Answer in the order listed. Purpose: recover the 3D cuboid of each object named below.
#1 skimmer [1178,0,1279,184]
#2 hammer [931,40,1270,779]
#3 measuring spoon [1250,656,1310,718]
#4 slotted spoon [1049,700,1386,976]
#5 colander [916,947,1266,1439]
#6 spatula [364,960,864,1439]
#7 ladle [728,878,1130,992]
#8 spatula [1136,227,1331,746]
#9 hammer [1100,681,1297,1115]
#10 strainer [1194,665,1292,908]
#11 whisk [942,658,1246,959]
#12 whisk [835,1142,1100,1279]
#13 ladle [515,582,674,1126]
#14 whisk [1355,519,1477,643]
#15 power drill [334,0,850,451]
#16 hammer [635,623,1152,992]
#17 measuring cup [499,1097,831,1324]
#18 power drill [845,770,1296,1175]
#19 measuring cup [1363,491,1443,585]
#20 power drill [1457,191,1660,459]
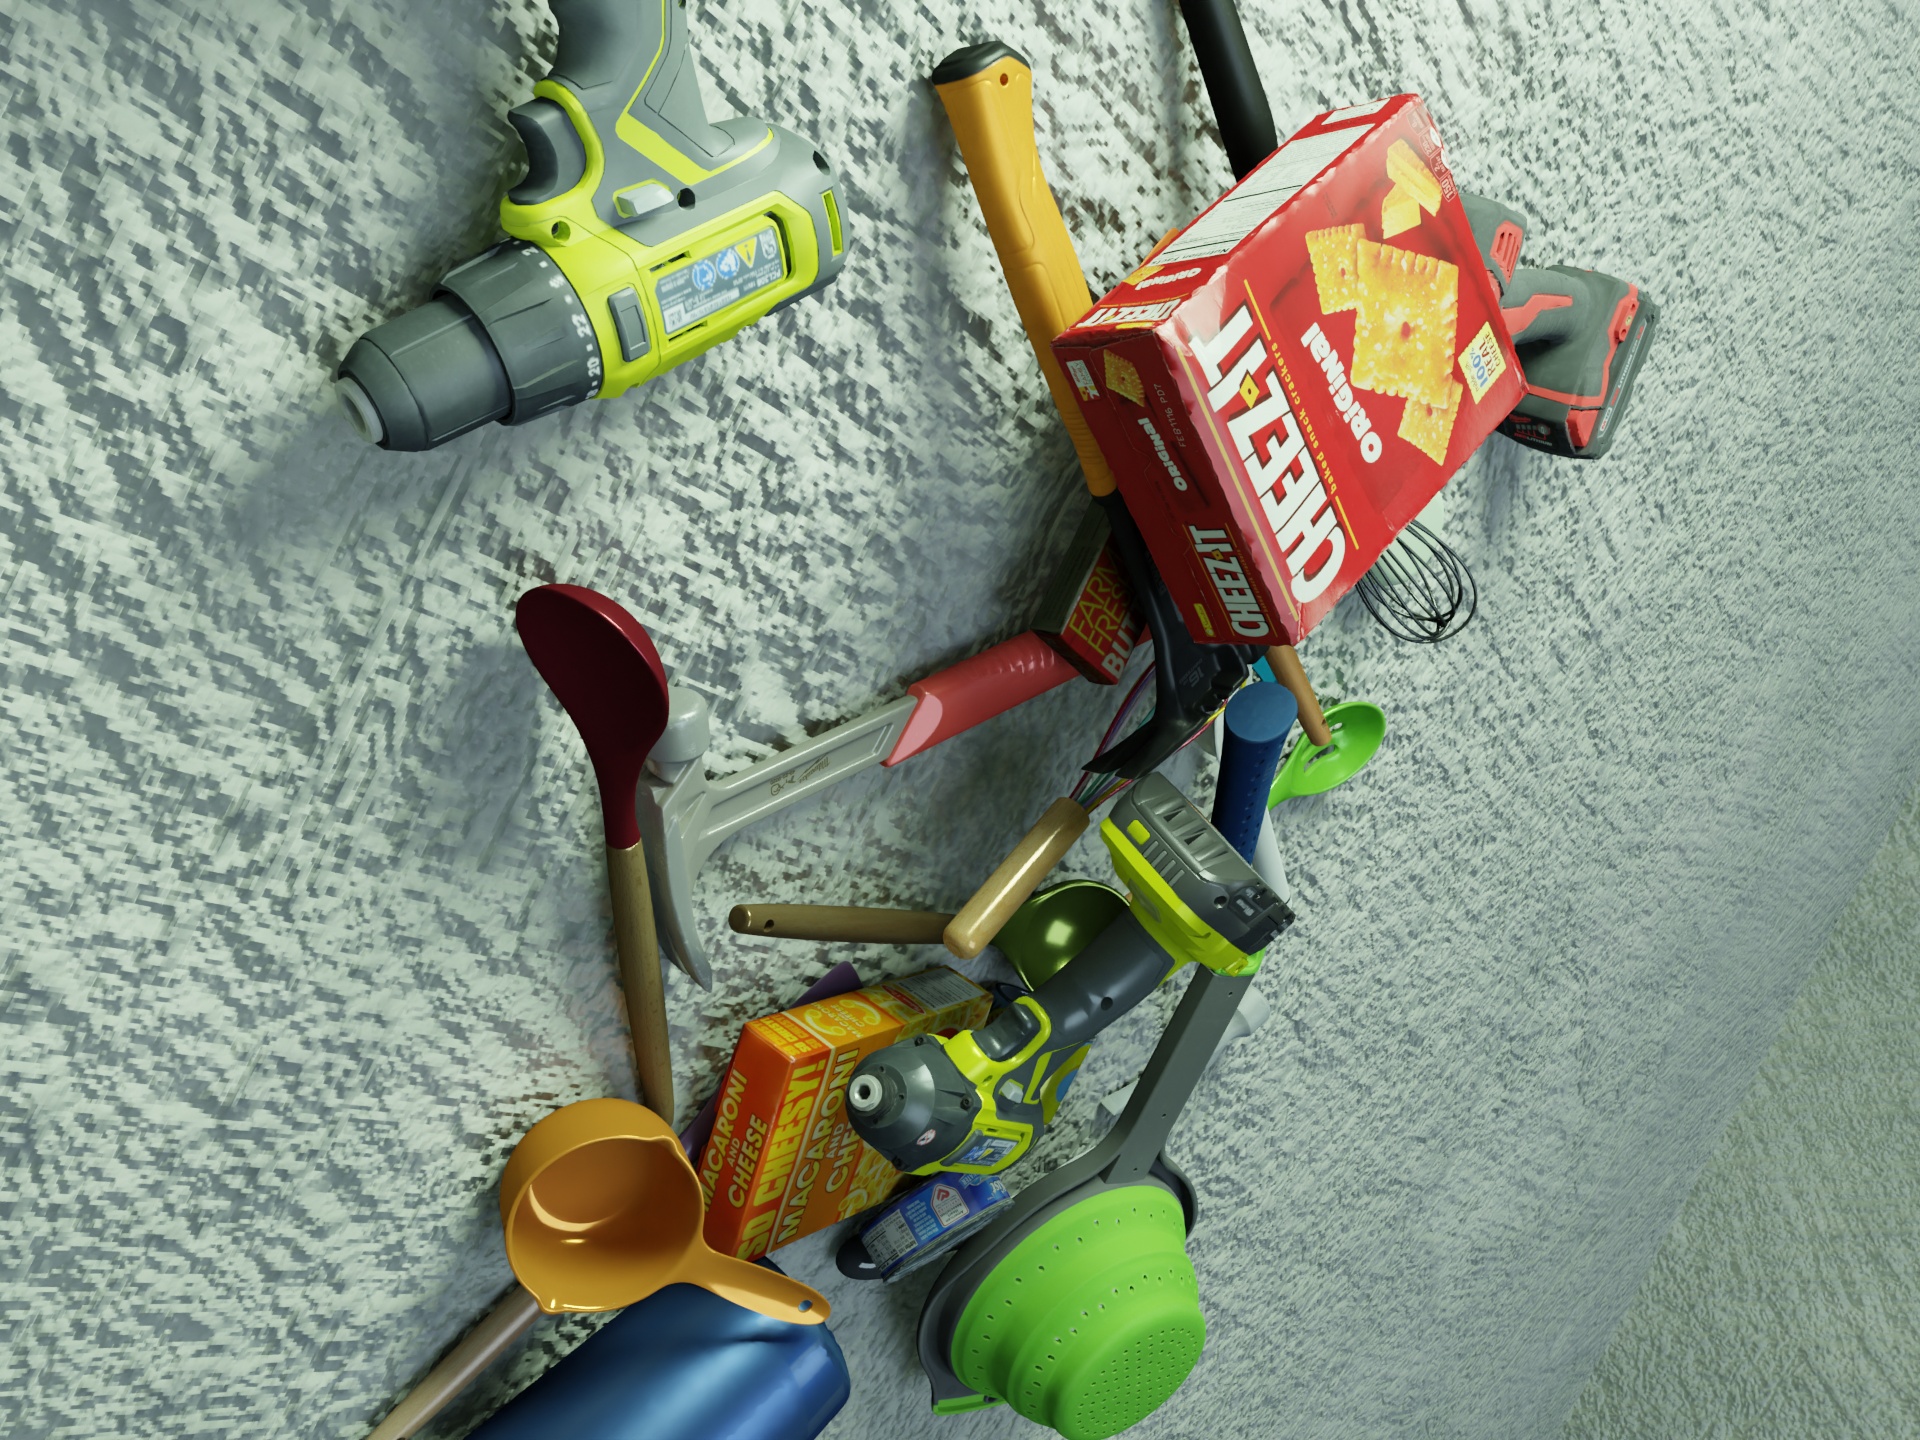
[{"bbox_3d":[0.159,-0.228,0.836,0.127,0.090,0.362,-36,125,-10],"label":"skimmer"},{"bbox_3d":[0.056,-0.133,0.723,0.127,0.034,0.336,-43,124,-30],"label":"hammer"},{"bbox_3d":[0.179,-0.044,0.981,0.042,0.021,0.128,-44,129,-7],"label":"measuring spoon"},{"bbox_3d":[0.163,0.078,1.024,0.314,0.031,0.070,-35,134,-25],"label":"slotted spoon"},{"bbox_3d":[0.113,0.301,0.952,0.204,0.095,0.397,6,116,-38],"label":"colander"},{"bbox_3d":[-0.160,0.238,0.783,0.316,0.018,0.059,-42,139,-23],"label":"spatula"},{"bbox_3d":[-0.001,0.112,0.819,0.320,0.062,0.078,14,96,-56],"label":"ladle"},{"bbox_3d":[0.146,-0.103,0.852,0.081,0.041,0.322,-56,128,-32],"label":"spatula"},{"bbox_3d":[0.153,0.123,0.961,0.144,0.035,0.405,-37,149,-24],"label":"hammer"},{"bbox_3d":[0.172,0.039,0.977,0.087,0.050,0.258,-61,141,-42],"label":"strainer"},{"bbox_3d":[0.075,0.034,0.831,0.245,0.047,0.051,-46,177,-27],"label":"whisk"},{"bbox_3d":[0.036,0.313,1.010,0.284,0.070,0.070,2,111,-41],"label":"whisk"},{"bbox_3d":[-0.142,0.072,0.685,0.031,0.069,0.315,-46,147,-45],"label":"ladle"},{"bbox_3d":[0.194,-0.124,0.827,0.238,0.055,0.055,44,78,-26],"label":"whisk"},{"bbox_3d":[-0.136,-0.208,0.503,0.190,0.080,0.228,-35,137,-28],"label":"power drill"},{"bbox_3d":[-0.001,-0.003,0.795,0.359,0.037,0.149,-26,129,-34],"label":"hammer"},{"bbox_3d":[-0.135,0.238,0.744,0.173,0.052,0.095,35,90,-29],"label":"measuring cup"},{"bbox_3d":[0.049,0.135,0.782,0.223,0.080,0.171,-44,152,5],"label":"power drill"},{"bbox_3d":[0.245,-0.103,0.992,0.167,0.038,0.083,-32,132,-33],"label":"measuring cup"},{"bbox_3d":[0.338,-0.231,0.990,0.219,0.079,0.143,3,110,-44],"label":"power drill"}]
